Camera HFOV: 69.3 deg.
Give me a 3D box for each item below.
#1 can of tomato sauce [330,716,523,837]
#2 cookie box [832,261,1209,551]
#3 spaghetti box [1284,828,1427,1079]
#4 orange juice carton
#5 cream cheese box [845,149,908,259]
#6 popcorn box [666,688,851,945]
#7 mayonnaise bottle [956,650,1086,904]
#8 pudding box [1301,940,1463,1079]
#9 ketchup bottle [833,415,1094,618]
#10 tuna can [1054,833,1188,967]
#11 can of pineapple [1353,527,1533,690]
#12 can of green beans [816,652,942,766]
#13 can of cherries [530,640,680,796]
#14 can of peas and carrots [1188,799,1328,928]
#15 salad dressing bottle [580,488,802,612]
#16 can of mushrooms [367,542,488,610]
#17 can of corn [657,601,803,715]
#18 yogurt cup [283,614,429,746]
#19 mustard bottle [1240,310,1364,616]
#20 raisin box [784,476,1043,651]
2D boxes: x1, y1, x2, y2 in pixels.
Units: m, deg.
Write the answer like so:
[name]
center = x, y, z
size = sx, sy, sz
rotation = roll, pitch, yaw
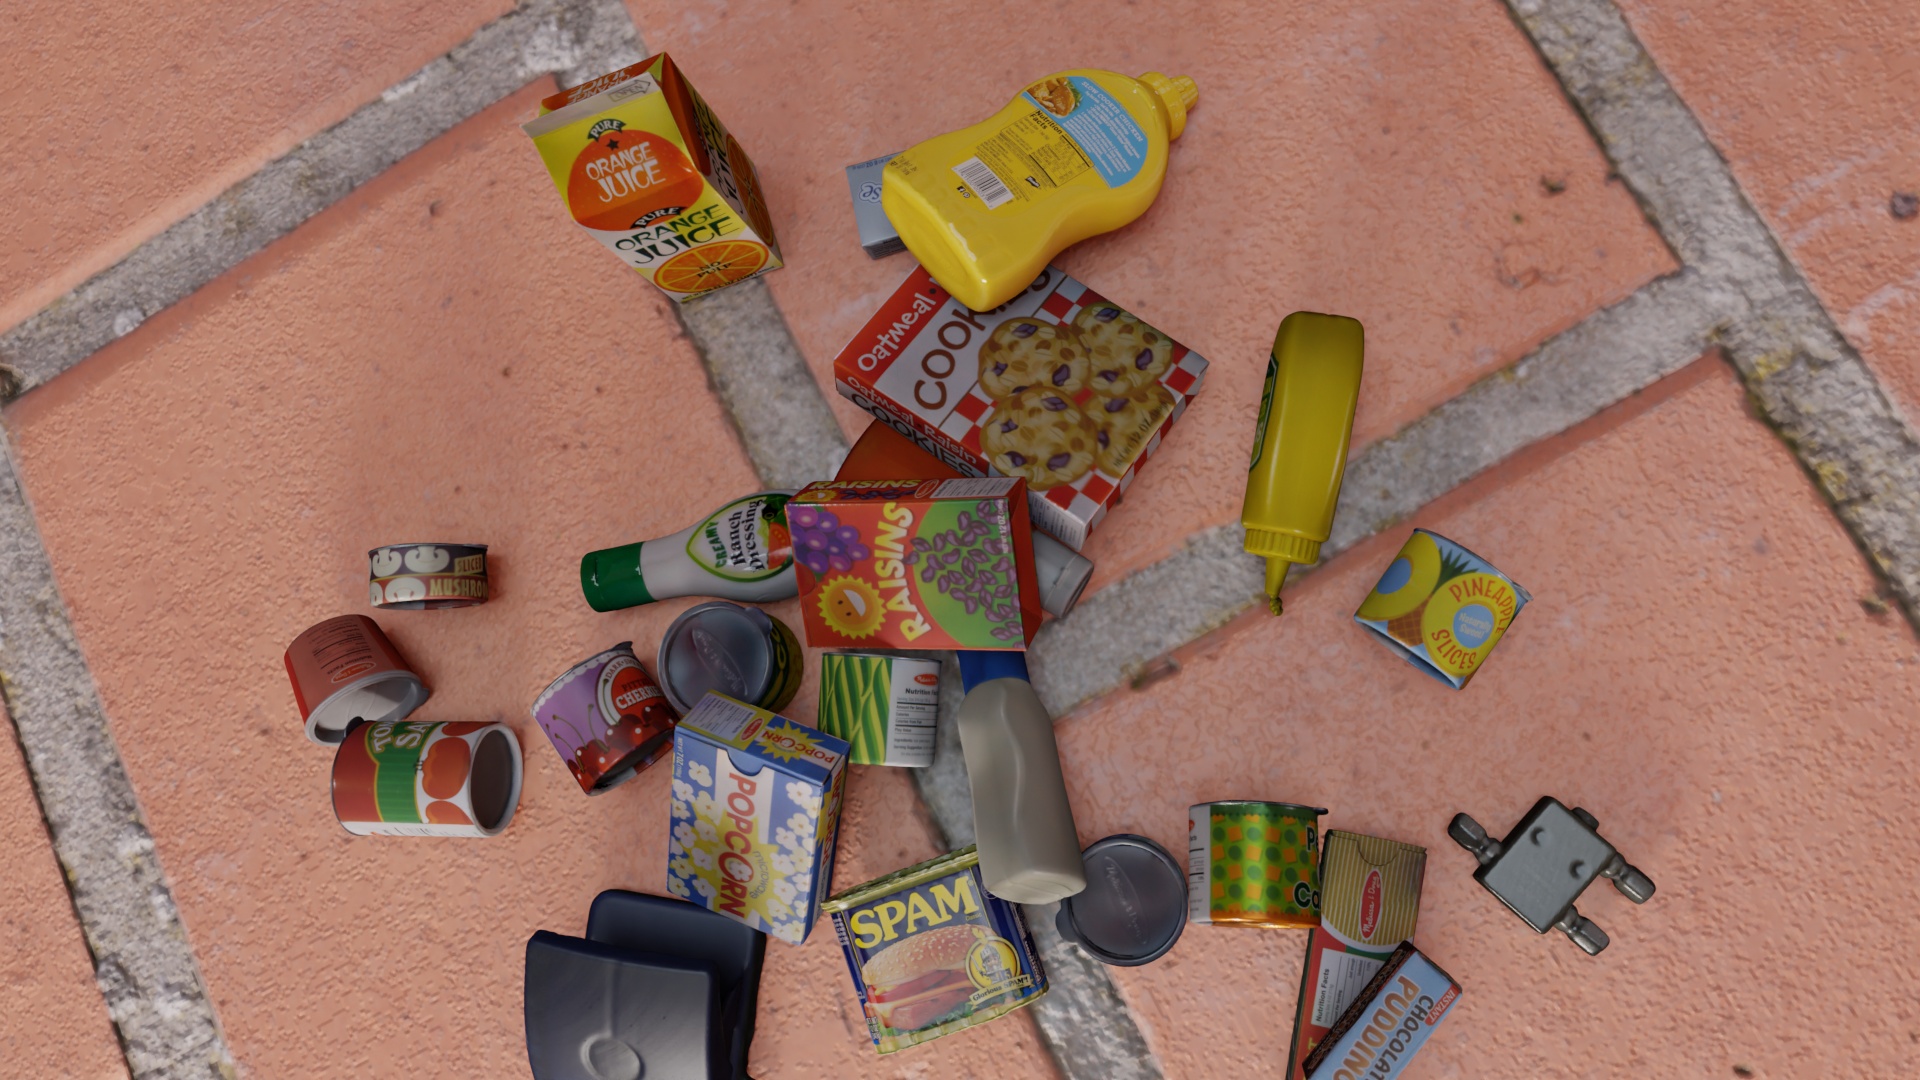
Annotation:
[can of tomato sauce]
center = -0.305, 0.135, 0.799
size = 0.083, 0.071, 0.071
rotation = -1, 82, 10
[cookie box]
center = 0.032, -0.090, 0.767
size = 0.167, 0.040, 0.123
rotation = 34, 70, 13
[spaghetti box]
center = 0.191, 0.275, 0.706
size = 0.050, 0.028, 0.250
rotation = 10, 84, 12
[orange juice carton]
center = -0.165, -0.199, 0.758
size = 0.072, 0.192, 0.073
rotation = -18, 80, 7
[cream cheese box]
center = -0.012, -0.205, 0.817
size = 0.104, 0.024, 0.053
rotation = -13, 81, 8
[popcorn box]
center = -0.109, 0.150, 0.742
size = 0.085, 0.038, 0.126
rotation = 19, 125, 13
[mayonnaise bottle]
center = 0.026, 0.113, 0.733
size = 0.041, 0.064, 0.149
rotation = -27, 56, 25
[pudding box]
center = 0.202, 0.236, 0.669
size = 0.030, 0.049, 0.083
rotation = 39, 90, 14
[ketchup bottle]
center = 0.003, -0.010, 0.775
size = 0.149, 0.043, 0.065
rotation = 32, 84, 13
[tuna can]
center = 0.085, 0.191, 0.736
size = 0.071, 0.033, 0.071
rotation = -1, 81, 10
[can of pineapple]
center = 0.246, 0.036, 0.711
size = 0.071, 0.071, 0.058
rotation = 35, 91, 13
[can of green beans]
center = -0.045, 0.092, 0.758
size = 0.071, 0.071, 0.058
rotation = 3, 83, 11
[can of cherries]
center = -0.196, 0.101, 0.783
size = 0.071, 0.071, 0.058
rotation = -39, 77, 3
[can of peas and carrots]
center = 0.152, 0.166, 0.706
size = 0.071, 0.070, 0.059
rotation = -1, 72, 10
[salad dressing bottle]
center = -0.143, 0.010, 0.798
size = 0.147, 0.044, 0.064
rotation = -12, 67, 9
[can of mushrooms]
center = -0.310, 0.021, 0.816
size = 0.071, 0.071, 0.033
rotation = -6, 82, 10
[can of corn]
center = -0.126, 0.068, 0.780
size = 0.071, 0.058, 0.071
rotation = -2, 82, 10
[yogurt cup]
center = -0.361, 0.081, 0.820
size = 0.072, 0.072, 0.054
rotation = -38, 69, 3
[mustard bottle]
center = 0.179, -0.039, 0.739
size = 0.049, 0.065, 0.160
rotation = 11, 88, 8
[raisin box]
center = -0.024, 0.013, 0.730
size = 0.123, 0.040, 0.085
rotation = 0, 112, 19
